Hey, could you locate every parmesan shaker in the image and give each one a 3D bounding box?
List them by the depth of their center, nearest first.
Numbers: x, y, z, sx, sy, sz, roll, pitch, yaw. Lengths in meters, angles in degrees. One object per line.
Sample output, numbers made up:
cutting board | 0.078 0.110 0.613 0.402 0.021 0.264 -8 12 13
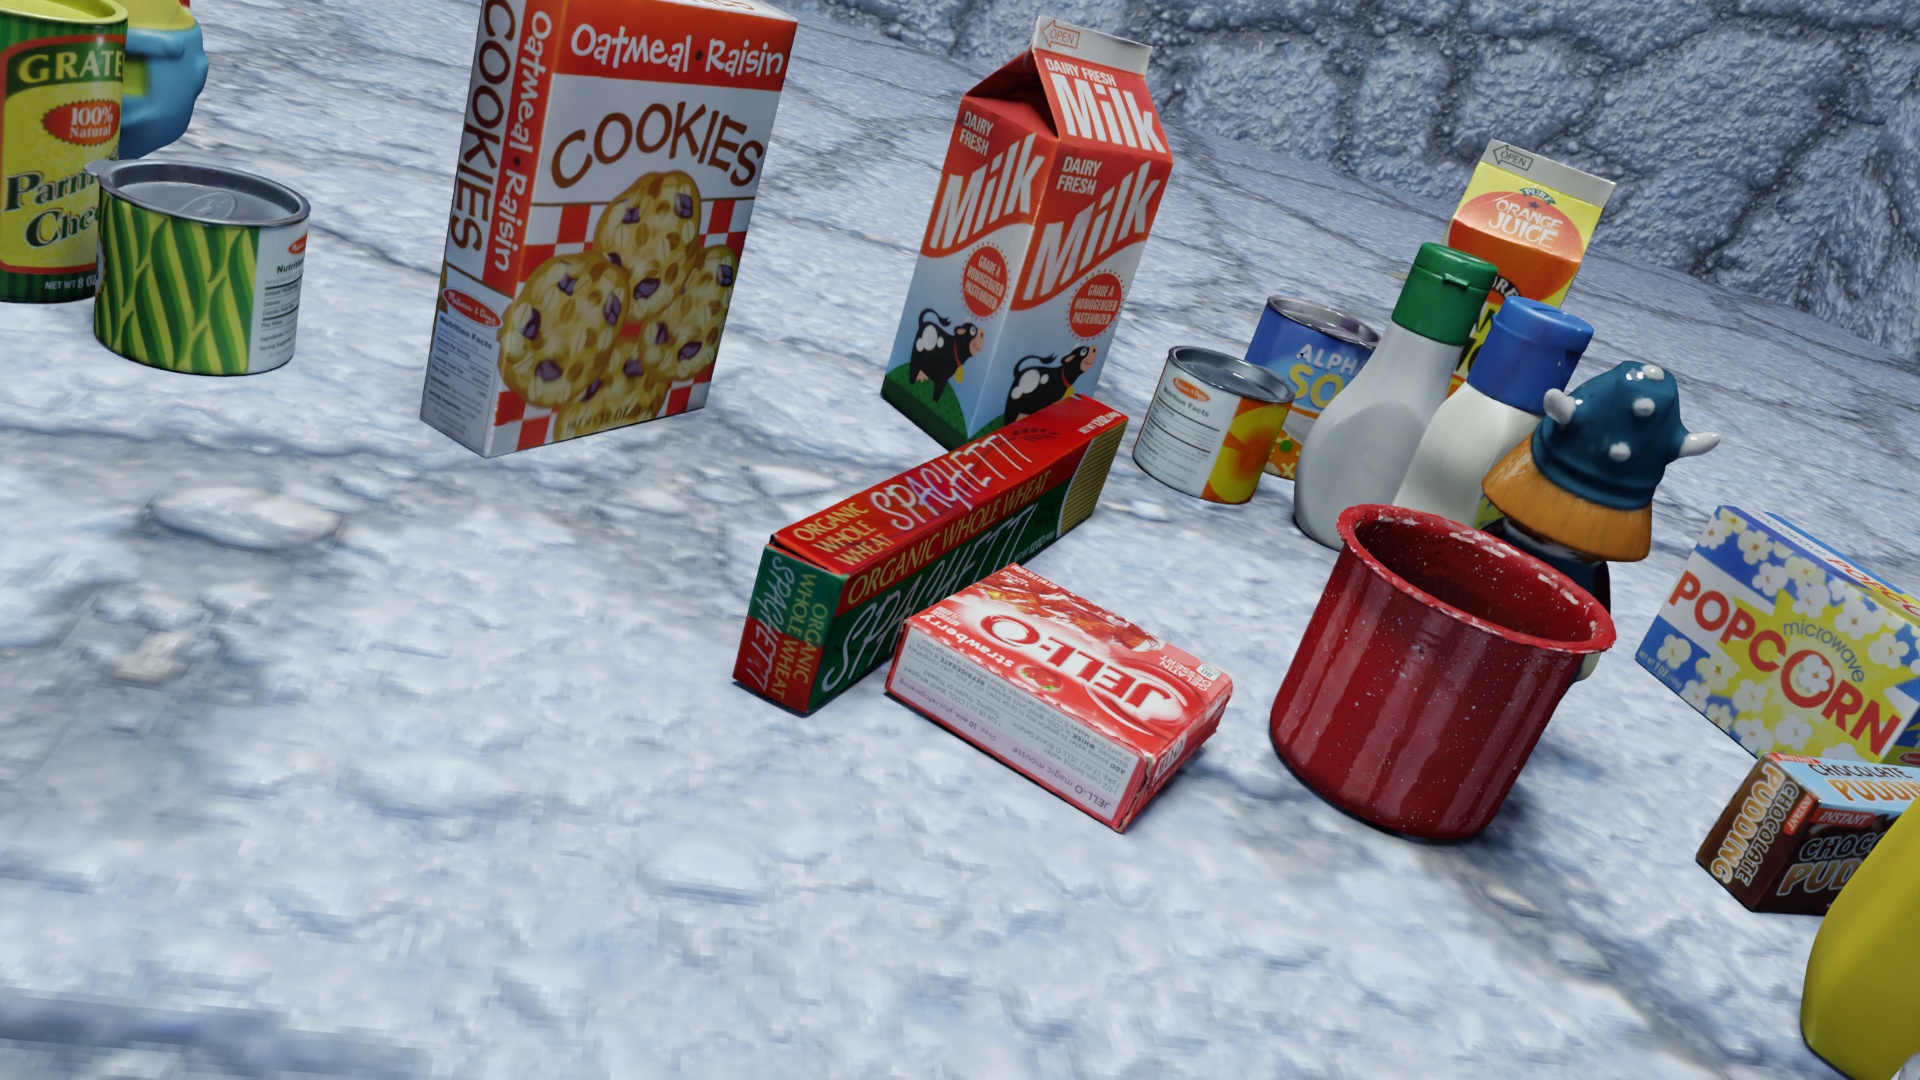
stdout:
parmesan shaker | -0.338 -0.146 0.499 0.071 0.102 0.071 15 24 -7

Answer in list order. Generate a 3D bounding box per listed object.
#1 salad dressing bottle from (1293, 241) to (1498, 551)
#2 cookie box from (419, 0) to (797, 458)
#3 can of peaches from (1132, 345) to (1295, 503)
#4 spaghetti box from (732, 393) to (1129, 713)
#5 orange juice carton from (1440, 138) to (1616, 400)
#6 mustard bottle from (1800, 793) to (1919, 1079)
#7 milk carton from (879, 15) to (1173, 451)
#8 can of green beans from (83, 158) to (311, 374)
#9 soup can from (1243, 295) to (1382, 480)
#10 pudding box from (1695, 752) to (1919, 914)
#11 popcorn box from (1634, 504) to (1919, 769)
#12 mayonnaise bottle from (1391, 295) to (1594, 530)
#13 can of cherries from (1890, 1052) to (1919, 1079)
salad dressing bottle | 0.207 -0.066 0.660 0.064 0.147 0.044 21 23 6
cookie box | -0.131 -0.124 0.520 0.040 0.166 0.123 28 25 21
can of peaches | 0.128 -0.058 0.698 0.071 0.057 0.071 15 24 -7
spaghetti box | 0.002 -0.006 0.505 0.029 0.050 0.251 26 25 17
orange juice carton | 0.292 -0.121 0.785 0.072 0.191 0.073 25 24 15
mustard bottle | 0.295 0.086 0.378 0.065 0.159 0.049 29 26 24
milk carton | 0.033 -0.137 0.636 0.072 0.189 0.073 -3 31 -40
can of green beans | -0.273 -0.099 0.500 0.071 0.057 0.071 15 24 -7
soup can | 0.185 -0.082 0.758 0.071 0.083 0.071 15 24 -7
pudding box | 0.308 0.103 0.486 0.084 0.049 0.030 9 25 -21
popcorn box | 0.362 0.050 0.595 0.038 0.085 0.127 8 25 -22
mayonnaise bottle | 0.211 -0.026 0.575 0.065 0.147 0.041 -5 33 -43
can of cherries | 0.219 0.156 0.298 0.071 0.058 0.072 15 24 -7
